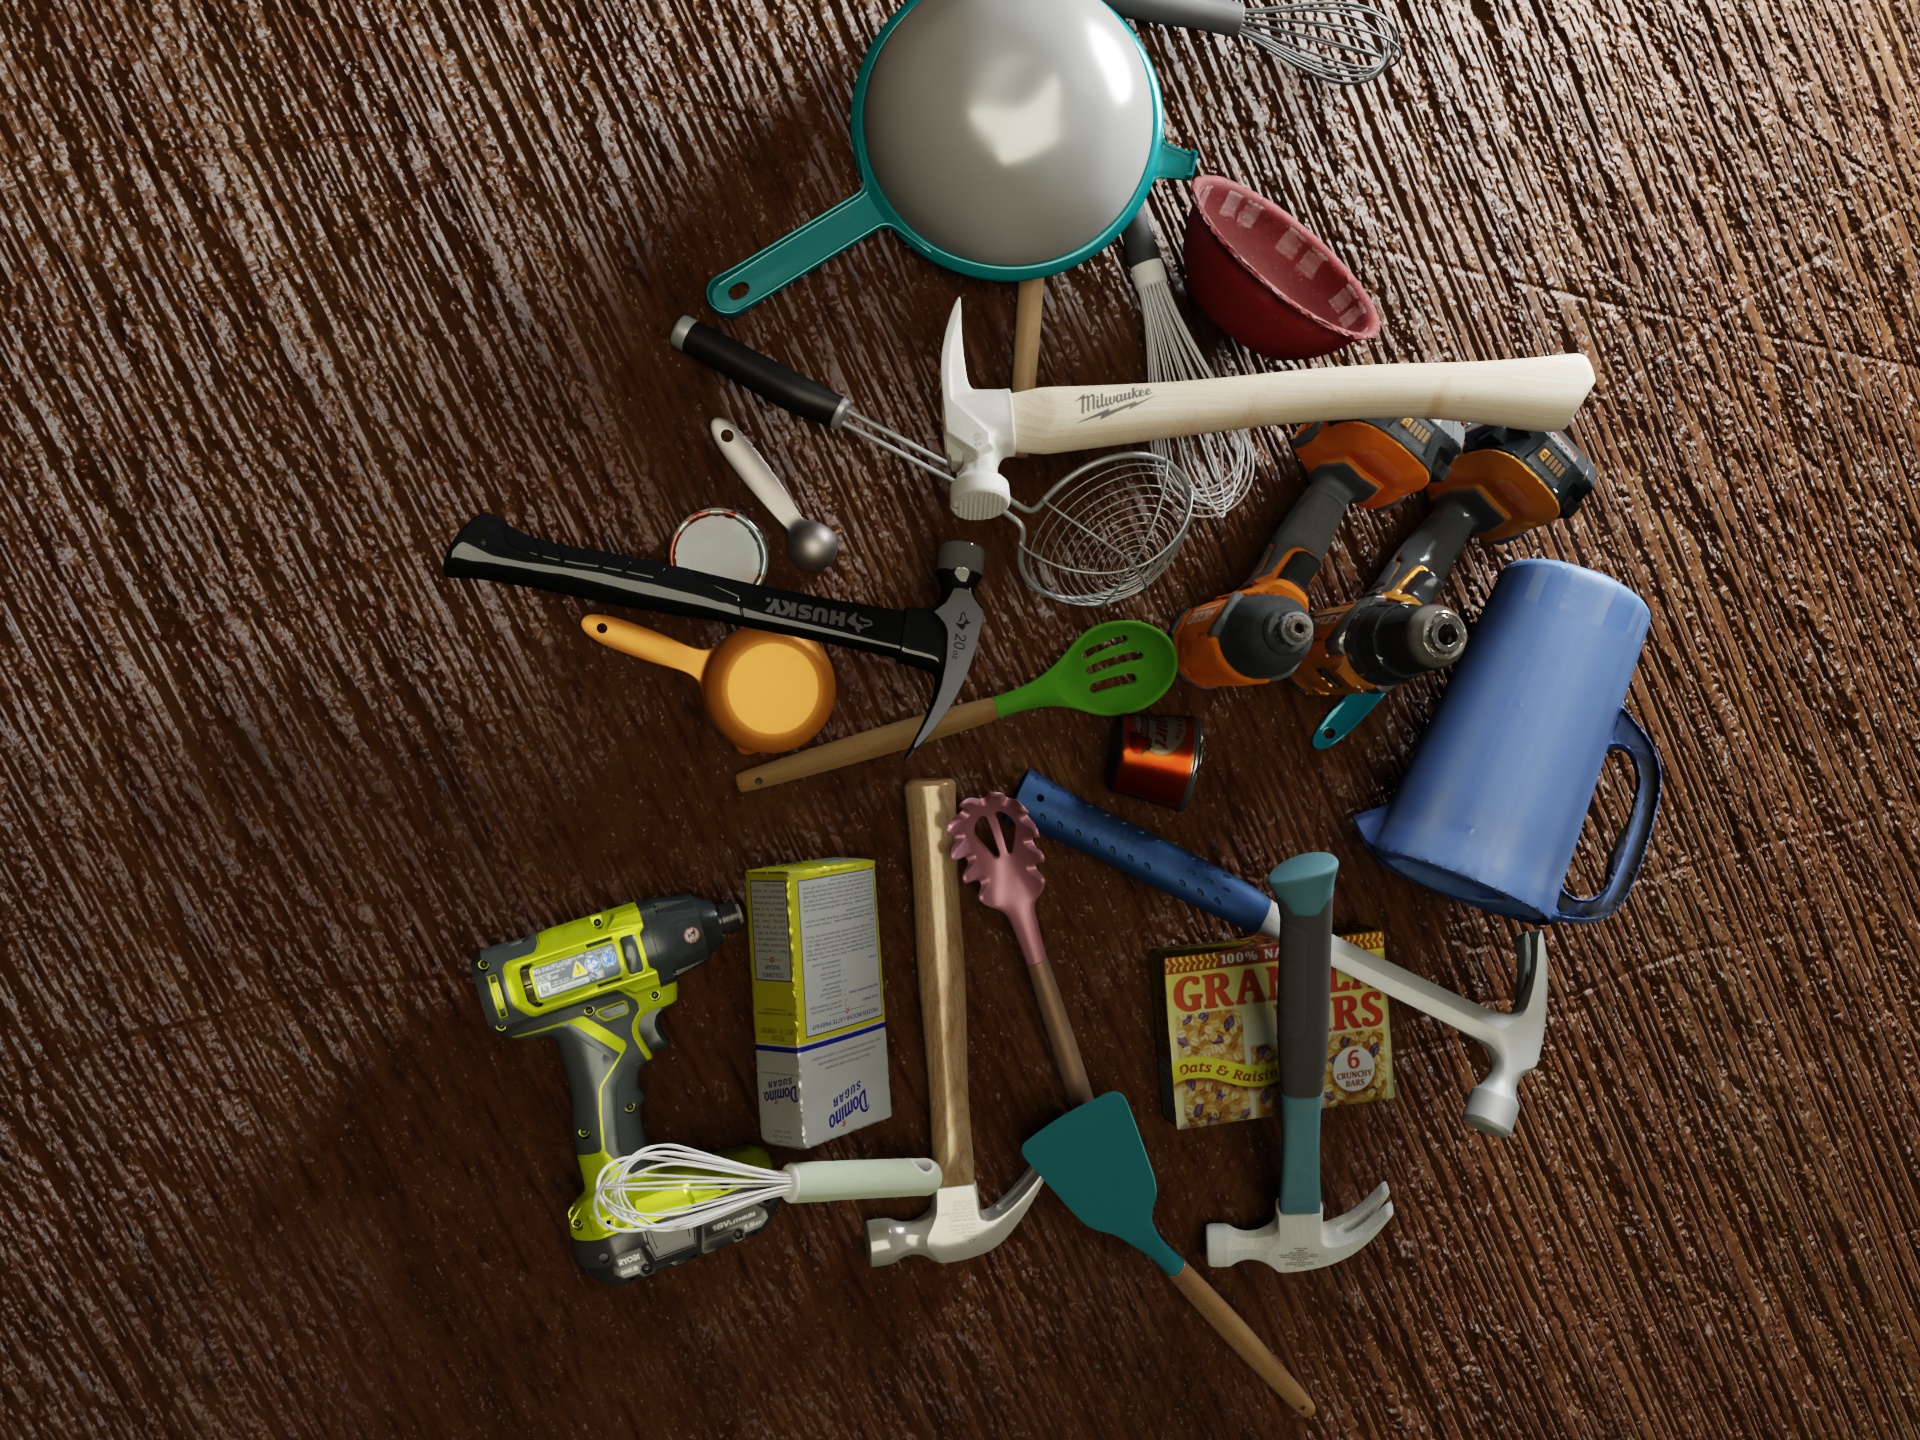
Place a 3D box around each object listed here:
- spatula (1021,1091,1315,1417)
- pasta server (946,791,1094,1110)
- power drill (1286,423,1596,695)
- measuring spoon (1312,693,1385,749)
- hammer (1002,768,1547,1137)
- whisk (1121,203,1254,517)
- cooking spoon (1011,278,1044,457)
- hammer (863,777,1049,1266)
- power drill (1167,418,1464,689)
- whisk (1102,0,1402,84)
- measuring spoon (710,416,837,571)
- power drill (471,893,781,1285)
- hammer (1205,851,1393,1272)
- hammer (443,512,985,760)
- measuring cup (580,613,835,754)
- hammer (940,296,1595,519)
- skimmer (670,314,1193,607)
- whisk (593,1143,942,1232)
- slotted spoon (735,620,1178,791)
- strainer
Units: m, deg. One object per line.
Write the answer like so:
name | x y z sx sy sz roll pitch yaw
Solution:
spatula | 0.164 0.389 1.116 0.082 0.044 0.317 -34 113 12
pasta server | 0.060 0.192 1.090 0.060 0.040 0.316 -16 102 7
power drill | 0.329 -0.109 1.077 0.084 0.185 0.226 44 80 -9
measuring spoon | 0.305 -0.023 1.159 0.128 0.021 0.042 -45 62 1
hammer | 0.221 0.135 1.103 0.405 0.035 0.144 26 72 -2
whisk | 0.139 -0.276 1.097 0.070 0.070 0.284 -17 91 -11
cooking spoon | 0.052 -0.340 1.090 0.069 0.017 0.319 4 93 0
hammer | -0.009 0.205 1.092 0.130 0.031 0.331 -4 92 -11
power drill | 0.238 -0.121 1.067 0.084 0.164 0.226 36 83 -9
whisk | 0.192 -0.486 1.104 0.239 0.055 0.055 9 90 -8
measuring spoon | -0.126 -0.152 1.062 0.034 0.018 0.124 -39 98 -8
power drill | -0.201 0.231 1.031 0.171 0.080 0.223 -16 93 -16
hammer | 0.228 0.238 1.070 0.128 0.033 0.330 -2 115 6
hammer | -0.153 -0.071 1.004 0.334 0.035 0.146 10 72 -9
measuring cup | -0.164 -0.035 1.040 0.173 0.052 0.095 20 88 -14
hammer | 0.192 -0.212 1.011 0.410 0.038 0.146 -4 69 -2
skimmer | -0.018 -0.187 1.069 0.363 0.090 0.127 28 126 0
whisk | -0.114 0.292 0.999 0.246 0.058 0.059 9 110 -35
slotted spoon | -0.002 -0.003 1.089 0.313 0.031 0.070 -17 111 -9
strainer | -0.020 -0.366 1.025 0.340 0.095 0.211 -33 91 -3
